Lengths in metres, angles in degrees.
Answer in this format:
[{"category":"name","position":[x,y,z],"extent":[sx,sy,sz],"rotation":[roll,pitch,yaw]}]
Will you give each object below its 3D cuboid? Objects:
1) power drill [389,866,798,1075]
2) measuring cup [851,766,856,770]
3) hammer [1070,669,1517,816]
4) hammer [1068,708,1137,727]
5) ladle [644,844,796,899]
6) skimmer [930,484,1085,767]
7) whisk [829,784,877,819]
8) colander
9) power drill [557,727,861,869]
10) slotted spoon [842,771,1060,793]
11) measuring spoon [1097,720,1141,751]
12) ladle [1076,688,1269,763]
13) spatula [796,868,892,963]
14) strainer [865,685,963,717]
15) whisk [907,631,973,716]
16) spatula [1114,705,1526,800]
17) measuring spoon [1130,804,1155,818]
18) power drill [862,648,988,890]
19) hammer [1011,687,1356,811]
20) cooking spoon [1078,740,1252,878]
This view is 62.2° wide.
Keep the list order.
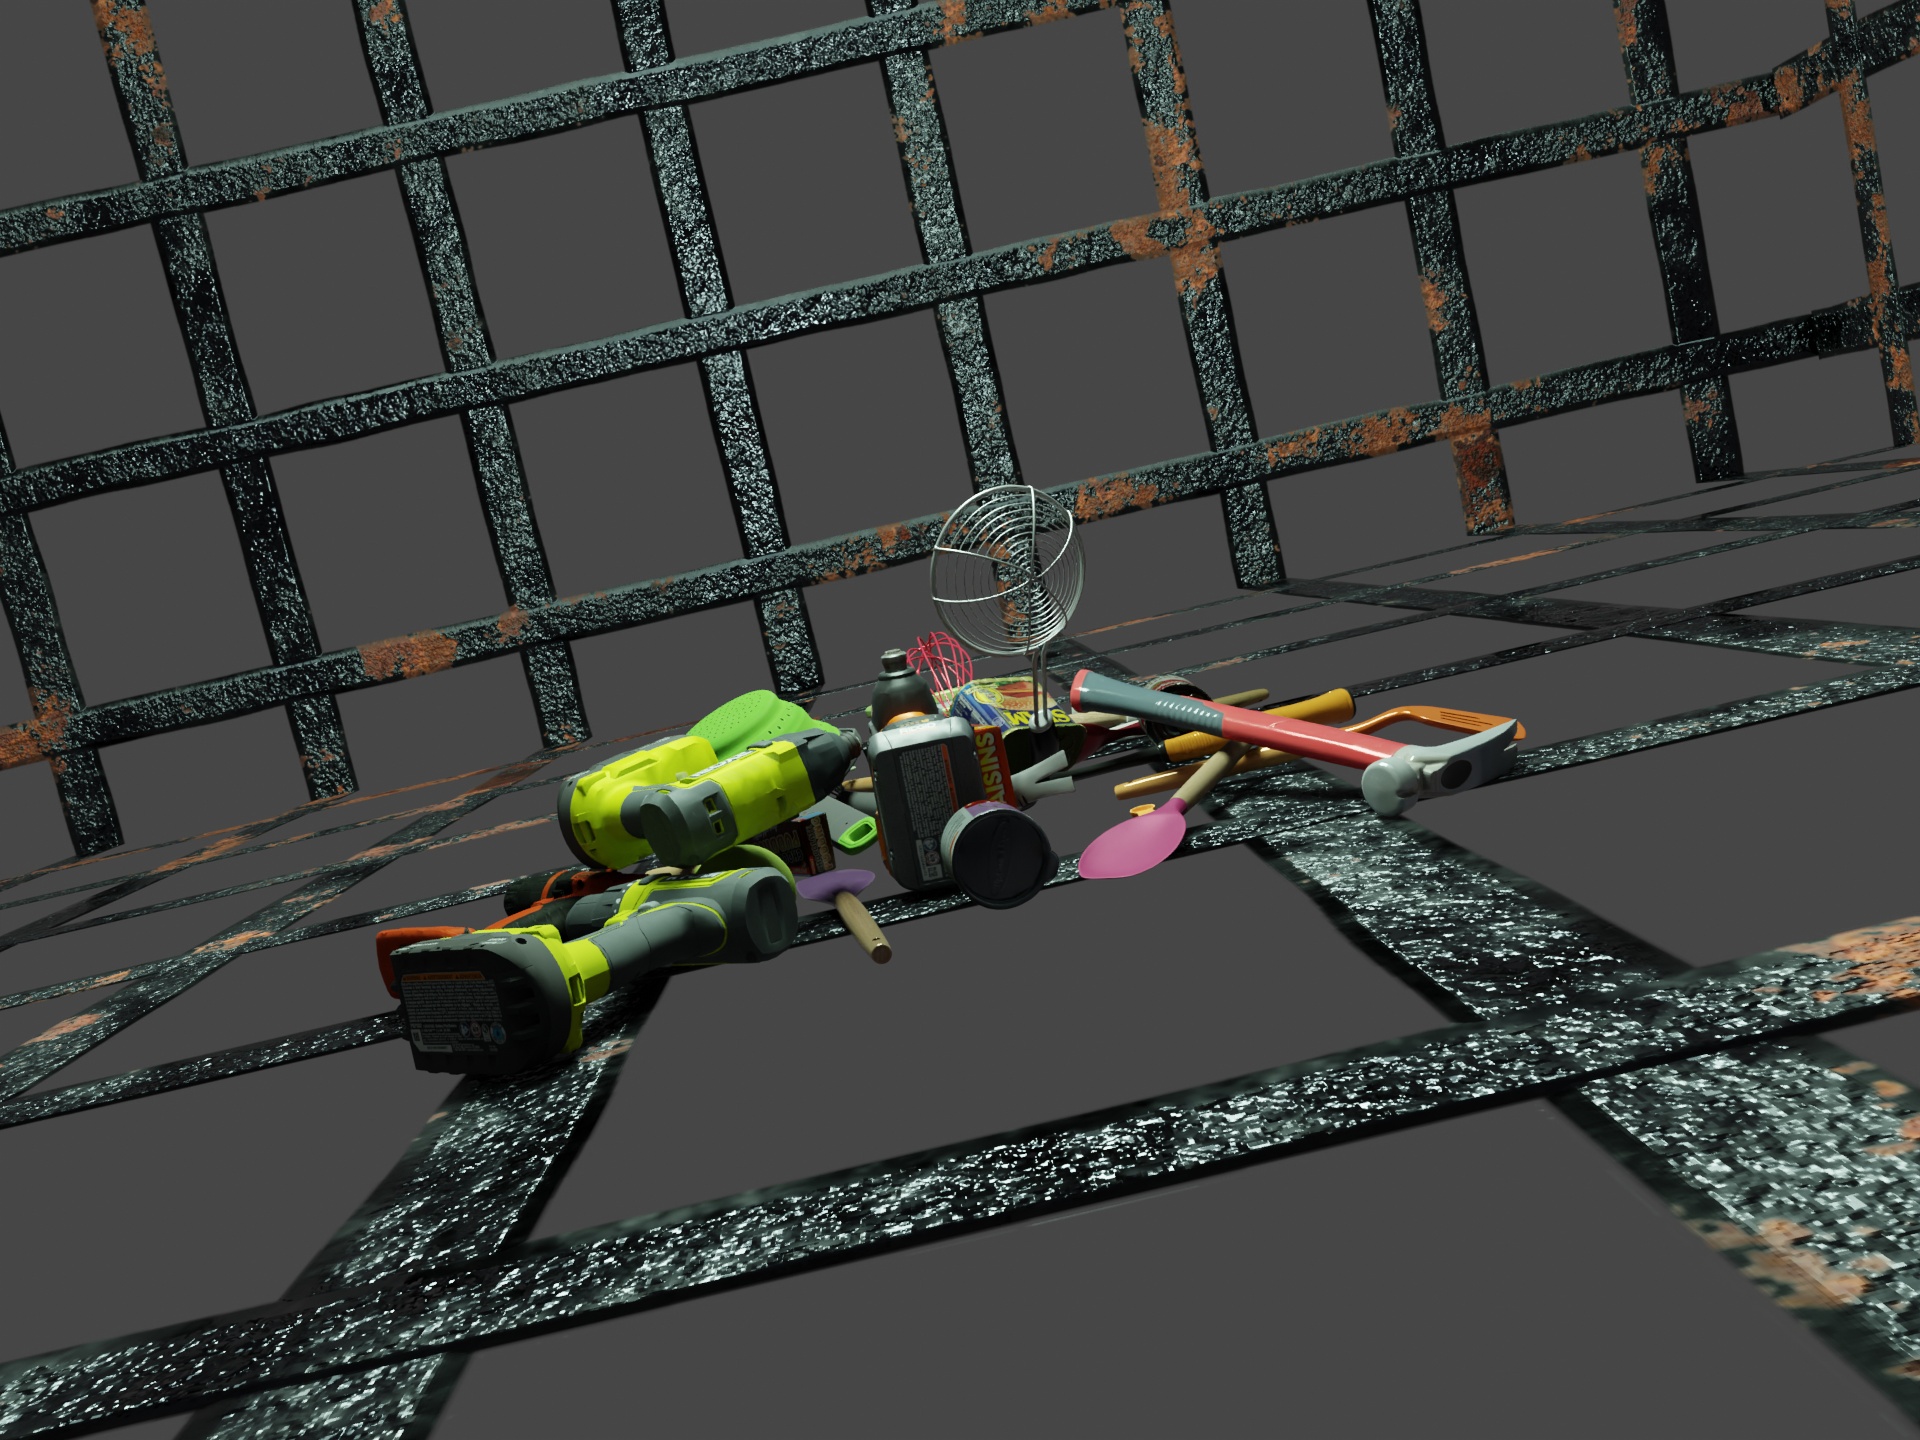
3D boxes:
[{"category":"power drill","position":[-0.242,0.150,1.020],"extent":[0.190,0.080,0.228],"rotation":[-8,6,35]},{"category":"measuring cup","position":[-0.189,0.079,1.683],"extent":[0.167,0.038,0.083],"rotation":[-10,7,7]},{"category":"hammer","position":[0.231,0.001,1.222],"extent":[0.143,0.038,0.386],"rotation":[-16,19,-33]},{"category":"hammer","position":[0.074,0.011,1.646],"extent":[0.331,0.031,0.130],"rotation":[-10,2,-33]},{"category":"ladle","position":[-0.210,0.136,1.276],"extent":[0.078,0.062,0.320],"rotation":[-18,1,-24]},{"category":"skimmer","position":[0.047,-0.048,1.290],"extent":[0.127,0.090,0.363],"rotation":[-35,-25,-13]},{"category":"whisk","position":[-0.107,0.075,1.519],"extent":[0.055,0.055,0.239],"rotation":[-17,12,-30]},{"category":"colander","position":[-0.170,0.046,1.453],"extent":[0.204,0.094,0.397],"rotation":[-37,20,-16]},{"category":"power drill","position":[-0.189,0.054,1.183],"extent":[0.171,0.080,0.223],"rotation":[-26,11,-36]},{"category":"slotted spoon","position":[-0.020,0.057,1.582],"extent":[0.070,0.031,0.314],"rotation":[-19,8,-42]},{"category":"measuring spoon","position":[0.169,0.006,1.623],"extent":[0.124,0.018,0.034],"rotation":[-13,49,-28]},{"category":"ladle","position":[0.200,0.002,1.602],"extent":[0.315,0.031,0.069],"rotation":[-14,-26,-35]},{"category":"spatula","position":[-0.075,0.130,1.107],"extent":[0.059,0.018,0.316],"rotation":[-13,6,-9]},{"category":"strainer","position":[-0.036,0.008,1.840],"extent":[0.151,0.069,0.256],"rotation":[-20,8,-31]},{"category":"whisk","position":[-0.002,-0.005,1.545],"extent":[0.073,0.073,0.296],"rotation":[-14,33,-7]},{"category":"spatula","position":[0.280,0.029,1.269],"extent":[0.322,0.041,0.081],"rotation":[-15,6,17]},{"category":"measuring spoon","position":[0.144,0.079,1.166],"extent":[0.021,0.011,0.117],"rotation":[-15,10,-2]},{"category":"power drill","position":[-0.032,0.033,1.222],"extent":[0.084,0.164,0.226],"rotation":[-11,8,-4]},{"category":"hammer","position":[0.203,0.019,1.369],"extent":[0.337,0.034,0.127],"rotation":[-14,-7,-22]},{"category":"cooking spoon","position":[0.169,0.055,1.169],"extent":[0.069,0.017,0.319],"rotation":[-6,15,31]}]
